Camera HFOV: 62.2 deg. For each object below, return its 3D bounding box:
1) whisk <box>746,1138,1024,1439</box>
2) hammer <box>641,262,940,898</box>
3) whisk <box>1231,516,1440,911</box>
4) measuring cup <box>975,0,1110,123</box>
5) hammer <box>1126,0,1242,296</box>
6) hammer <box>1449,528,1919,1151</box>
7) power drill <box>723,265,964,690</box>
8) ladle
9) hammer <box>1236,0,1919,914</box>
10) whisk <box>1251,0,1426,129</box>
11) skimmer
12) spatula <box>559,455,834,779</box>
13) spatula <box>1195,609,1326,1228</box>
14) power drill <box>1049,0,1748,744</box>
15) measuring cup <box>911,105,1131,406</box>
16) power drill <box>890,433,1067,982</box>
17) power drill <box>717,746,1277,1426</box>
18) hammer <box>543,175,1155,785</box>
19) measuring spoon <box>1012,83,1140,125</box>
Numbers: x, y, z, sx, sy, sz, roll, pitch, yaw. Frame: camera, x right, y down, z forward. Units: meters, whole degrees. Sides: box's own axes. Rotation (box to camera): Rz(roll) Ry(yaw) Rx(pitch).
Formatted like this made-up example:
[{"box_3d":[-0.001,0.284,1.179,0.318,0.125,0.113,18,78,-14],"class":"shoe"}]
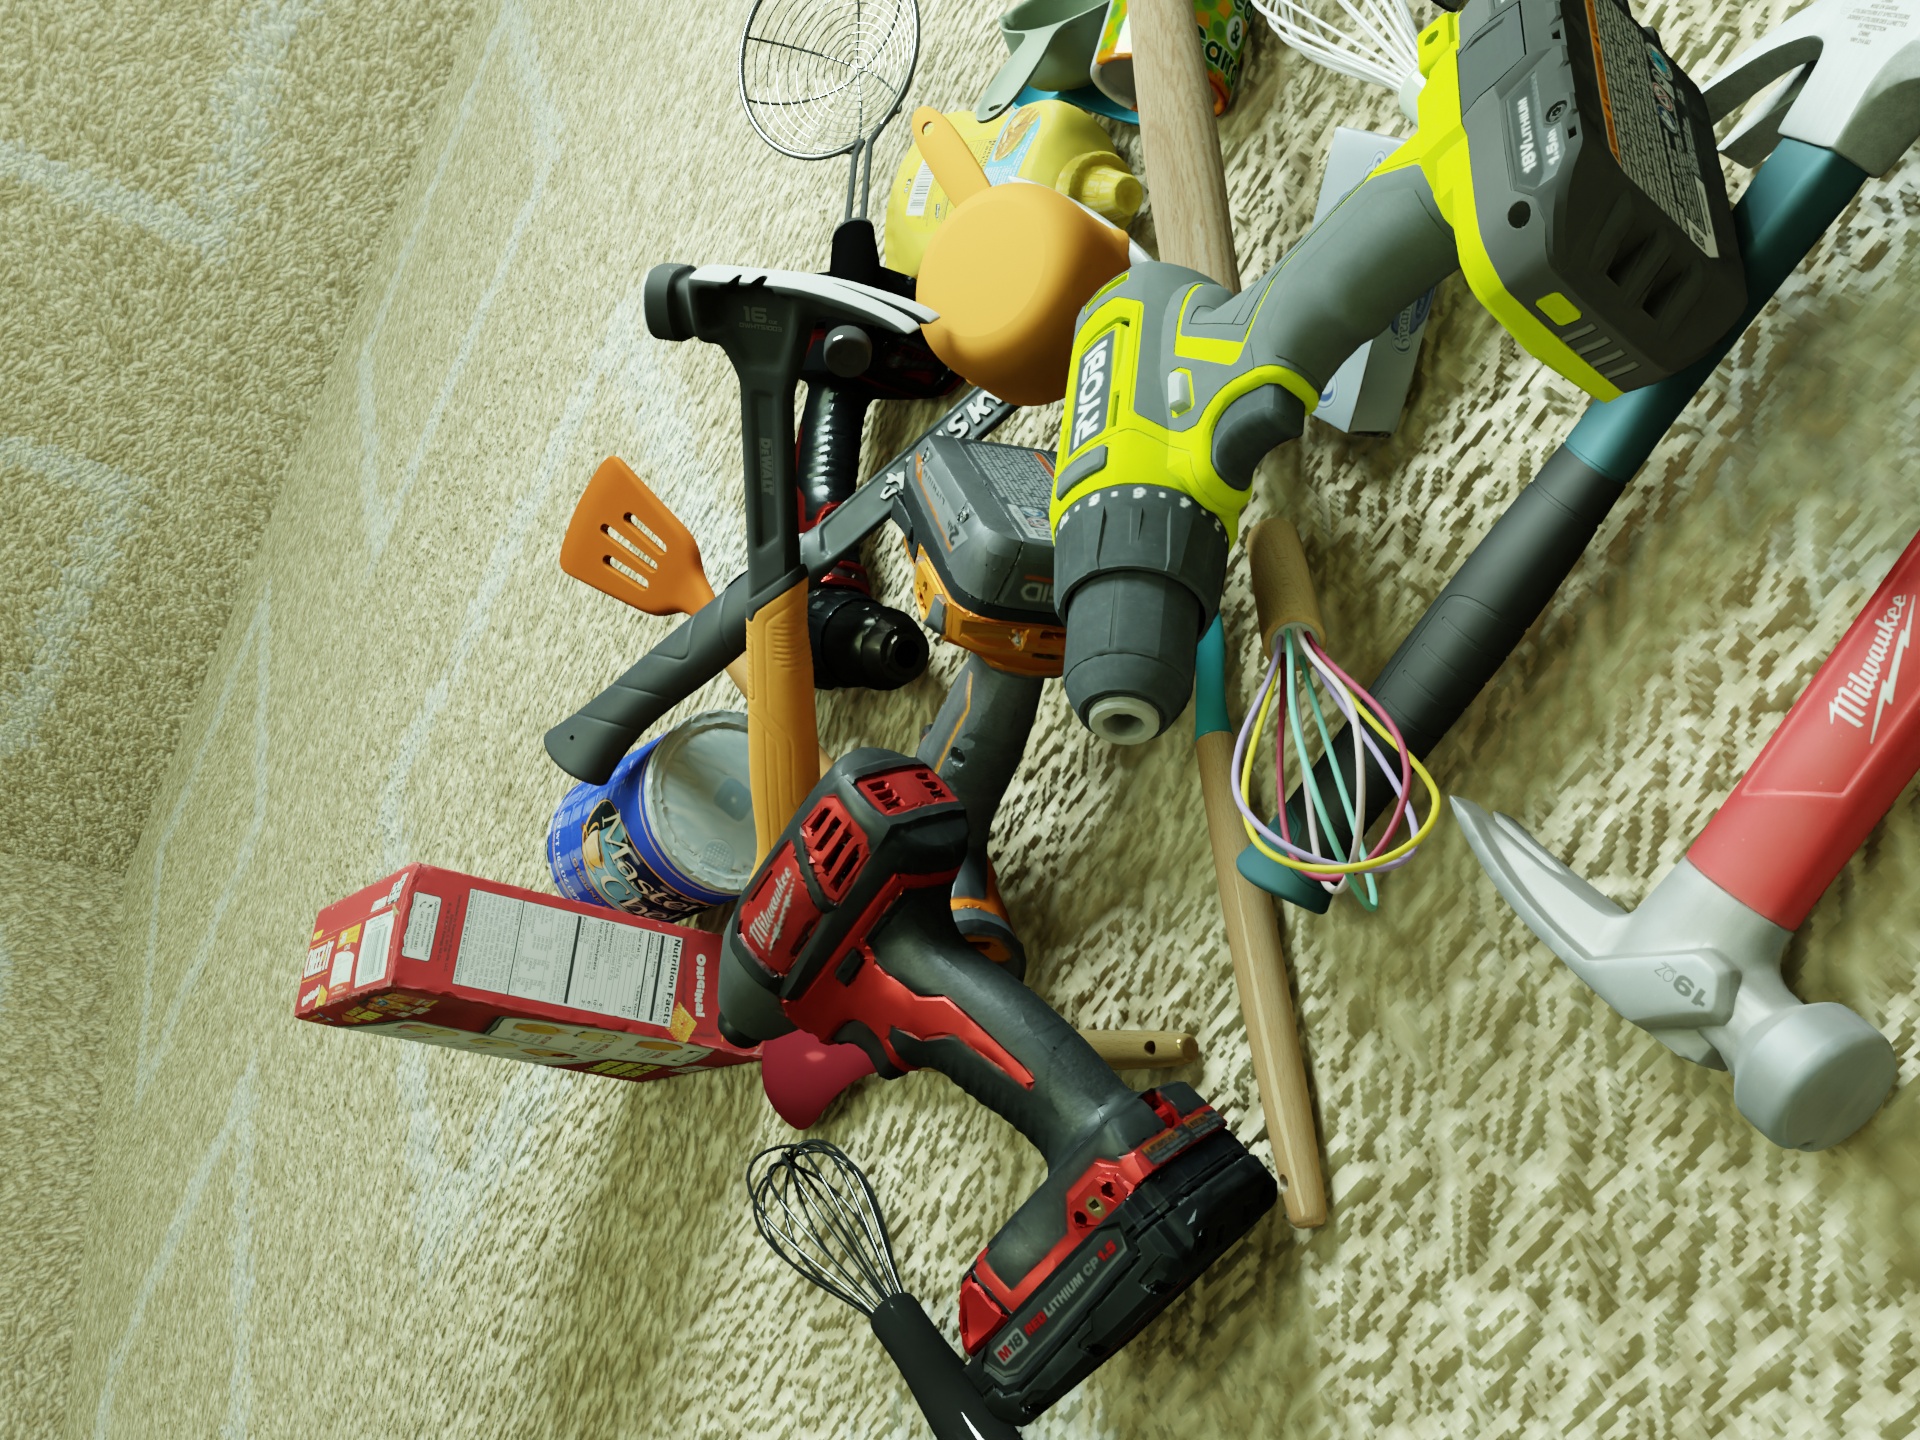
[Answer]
[{"box_3d":[-0.030,0.256,0.682,0.239,0.055,0.055,36,106,52],"class":"whisk"},{"box_3d":[-0.077,-0.036,0.738,0.127,0.034,0.336,11,119,18],"class":"hammer"},{"box_3d":[0.115,-0.015,0.520,0.047,0.051,0.245,-37,18,22],"class":"whisk"},{"box_3d":[0.045,-0.314,0.770,0.083,0.038,0.168,-2,43,30],"class":"measuring cup"},{"box_3d":[0.089,-0.272,0.661,0.130,0.031,0.331,-18,74,42],"class":"hammer"},{"box_3d":[0.272,-0.086,0.395,0.386,0.038,0.143,-61,33,18],"class":"hammer"},{"box_3d":[-0.055,-0.125,0.866,0.188,0.080,0.227,17,93,57],"class":"power drill"},{"box_3d":[-0.010,0.151,0.717,0.315,0.031,0.069,-16,66,51],"class":"ladle"},{"box_3d":[0.185,-0.067,0.486,0.331,0.033,0.128,-59,17,24],"class":"hammer"},{"box_3d":[0.175,-0.245,0.610,0.059,0.058,0.247,90,164,-48],"class":"whisk"},{"box_3d":[-0.075,-0.305,0.842,0.127,0.090,0.364,-31,36,25],"class":"skimmer"},{"box_3d":[-0.117,-0.018,0.848,0.323,0.041,0.081,50,120,30],"class":"spatula"},{"box_3d":[0.090,0.031,0.605,0.082,0.044,0.318,113,154,-57],"class":"spatula"},{"box_3d":[0.113,-0.107,0.496,0.228,0.080,0.191,-32,38,44],"class":"power drill"},{"box_3d":[0.006,-0.218,0.695,0.095,0.052,0.174,-38,65,23],"class":"measuring cup"},{"box_3d":[-0.001,-0.002,0.688,0.164,0.084,0.226,-116,36,-55],"class":"power drill"},{"box_3d":[-0.005,0.131,0.586,0.220,0.078,0.143,48,120,22],"class":"power drill"},{"box_3d":[-0.066,-0.092,0.775,0.409,0.036,0.149,-36,65,24],"class":"hammer"},{"box_3d":[0.072,-0.315,0.817,0.042,0.021,0.129,-47,44,-2],"class":"measuring spoon"}]
